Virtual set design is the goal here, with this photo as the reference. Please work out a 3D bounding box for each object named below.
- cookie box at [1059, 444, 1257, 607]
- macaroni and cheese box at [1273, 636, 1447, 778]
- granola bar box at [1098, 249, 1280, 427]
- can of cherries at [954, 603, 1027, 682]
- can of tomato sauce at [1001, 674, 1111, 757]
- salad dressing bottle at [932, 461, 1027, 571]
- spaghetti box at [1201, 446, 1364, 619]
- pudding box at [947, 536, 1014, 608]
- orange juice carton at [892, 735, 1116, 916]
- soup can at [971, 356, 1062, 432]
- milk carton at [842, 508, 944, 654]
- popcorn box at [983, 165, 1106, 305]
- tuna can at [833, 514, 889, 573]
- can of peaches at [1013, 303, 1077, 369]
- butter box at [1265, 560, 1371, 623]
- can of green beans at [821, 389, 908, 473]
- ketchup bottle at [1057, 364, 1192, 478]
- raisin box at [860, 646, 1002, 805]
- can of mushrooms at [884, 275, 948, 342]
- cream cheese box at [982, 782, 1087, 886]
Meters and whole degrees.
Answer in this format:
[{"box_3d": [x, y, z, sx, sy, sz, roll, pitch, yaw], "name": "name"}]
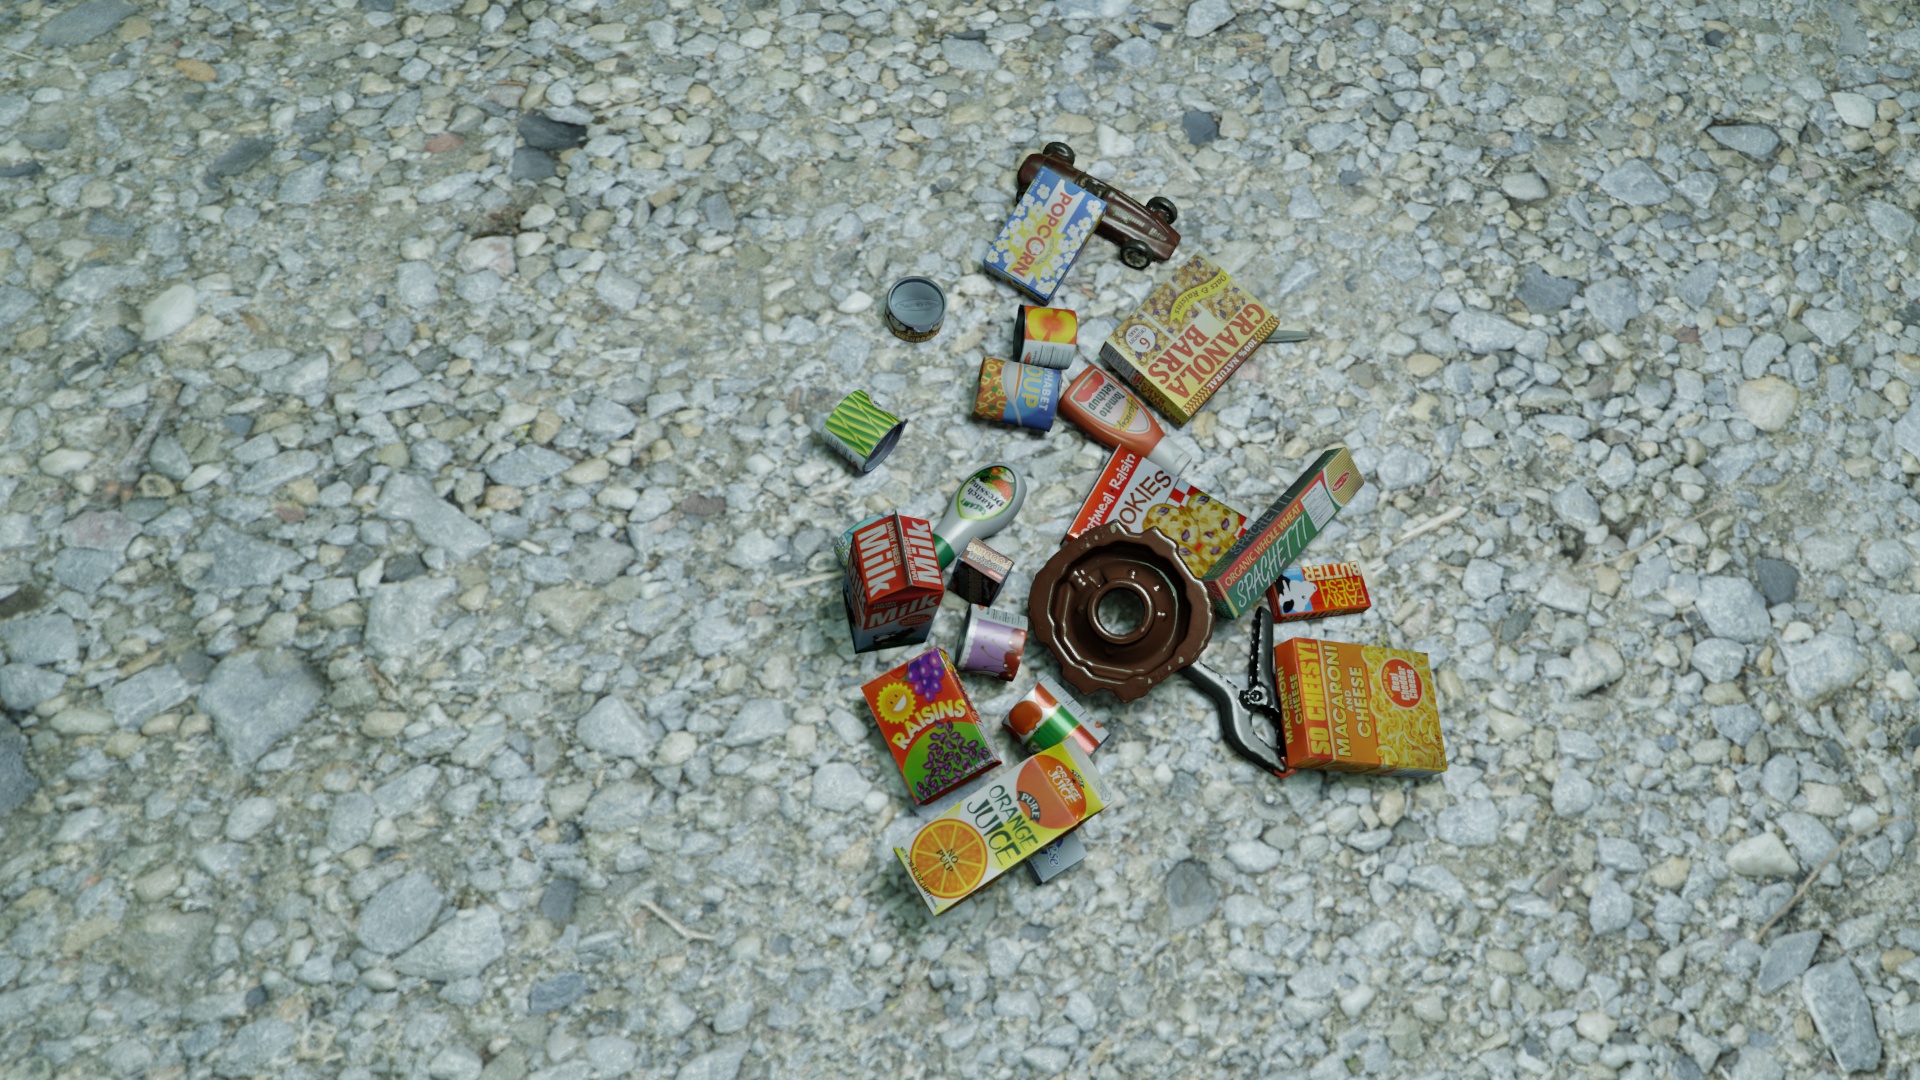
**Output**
[{"box_3d": [0.204, -0.006, 1.434, 0.167, 0.040, 0.123, 30, 66, 4], "name": "cookie box"}, {"box_3d": [0.393, 0.166, 1.368, 0.167, 0.040, 0.124, 8, 64, -22], "name": "macaroni and cheese box"}, {"box_3d": [0.251, -0.221, 1.520, 0.124, 0.039, 0.166, 43, 70, 7], "name": "granola bar box"}, {"box_3d": [0.029, 0.102, 1.345, 0.058, 0.071, 0.072, 14, 65, -4], "name": "can of cherries"}, {"box_3d": [0.089, 0.180, 1.318, 0.083, 0.071, 0.071, 44, 67, 11], "name": "can of tomato sauce"}, {"box_3d": [0.005, -0.018, 1.403, 0.064, 0.043, 0.148, 37, 66, 18], "name": "salad dressing bottle"}, {"box_3d": [0.335, -0.010, 1.435, 0.251, 0.028, 0.050, -41, 107, -30], "name": "spaghetti box"}, {"box_3d": [0.019, 0.034, 1.361, 0.050, 0.083, 0.030, 32, 66, 5], "name": "pudding box"}, {"box_3d": [0.041, 0.255, 1.247, 0.193, 0.073, 0.072, -32, 74, -4], "name": "orange juice carton"}, {"box_3d": [0.059, -0.155, 1.458, 0.084, 0.071, 0.071, 11, 65, -4], "name": "soup can"}, {"box_3d": [-0.062, 0.039, 1.287, 0.073, 0.189, 0.072, -9, 68, -12], "name": "milk carton"}, {"box_3d": [0.093, -0.336, 1.539, 0.085, 0.038, 0.126, 32, 88, 6], "name": "popcorn box"}, {"box_3d": [-0.091, 0.006, 1.364, 0.071, 0.070, 0.033, -27, 72, -19], "name": "tuna can"}, {"box_3d": [0.091, -0.220, 1.495, 0.058, 0.071, 0.071, 5, 66, -8], "name": "can of peaches"}, {"box_3d": [0.371, 0.053, 1.443, 0.104, 0.024, 0.053, -6, 67, -12], "name": "butter box"}, {"box_3d": [-0.099, -0.112, 1.416, 0.058, 0.071, 0.071, 39, 66, 9], "name": "can of green beans"}, {"box_3d": [0.177, -0.120, 1.478, 0.149, 0.043, 0.065, 39, 66, 8], "name": "ketchup bottle"}, {"box_3d": [-0.028, 0.173, 1.300, 0.086, 0.040, 0.123, -30, 72, 7], "name": "raisin box"}, {"box_3d": [-0.048, -0.248, 1.502, 0.071, 0.033, 0.071, 4, 66, -8], "name": "can of mushrooms"}, {"box_3d": [0.070, 0.264, 1.301, 0.053, 0.024, 0.104, -26, 73, -20], "name": "cream cheese box"}]
